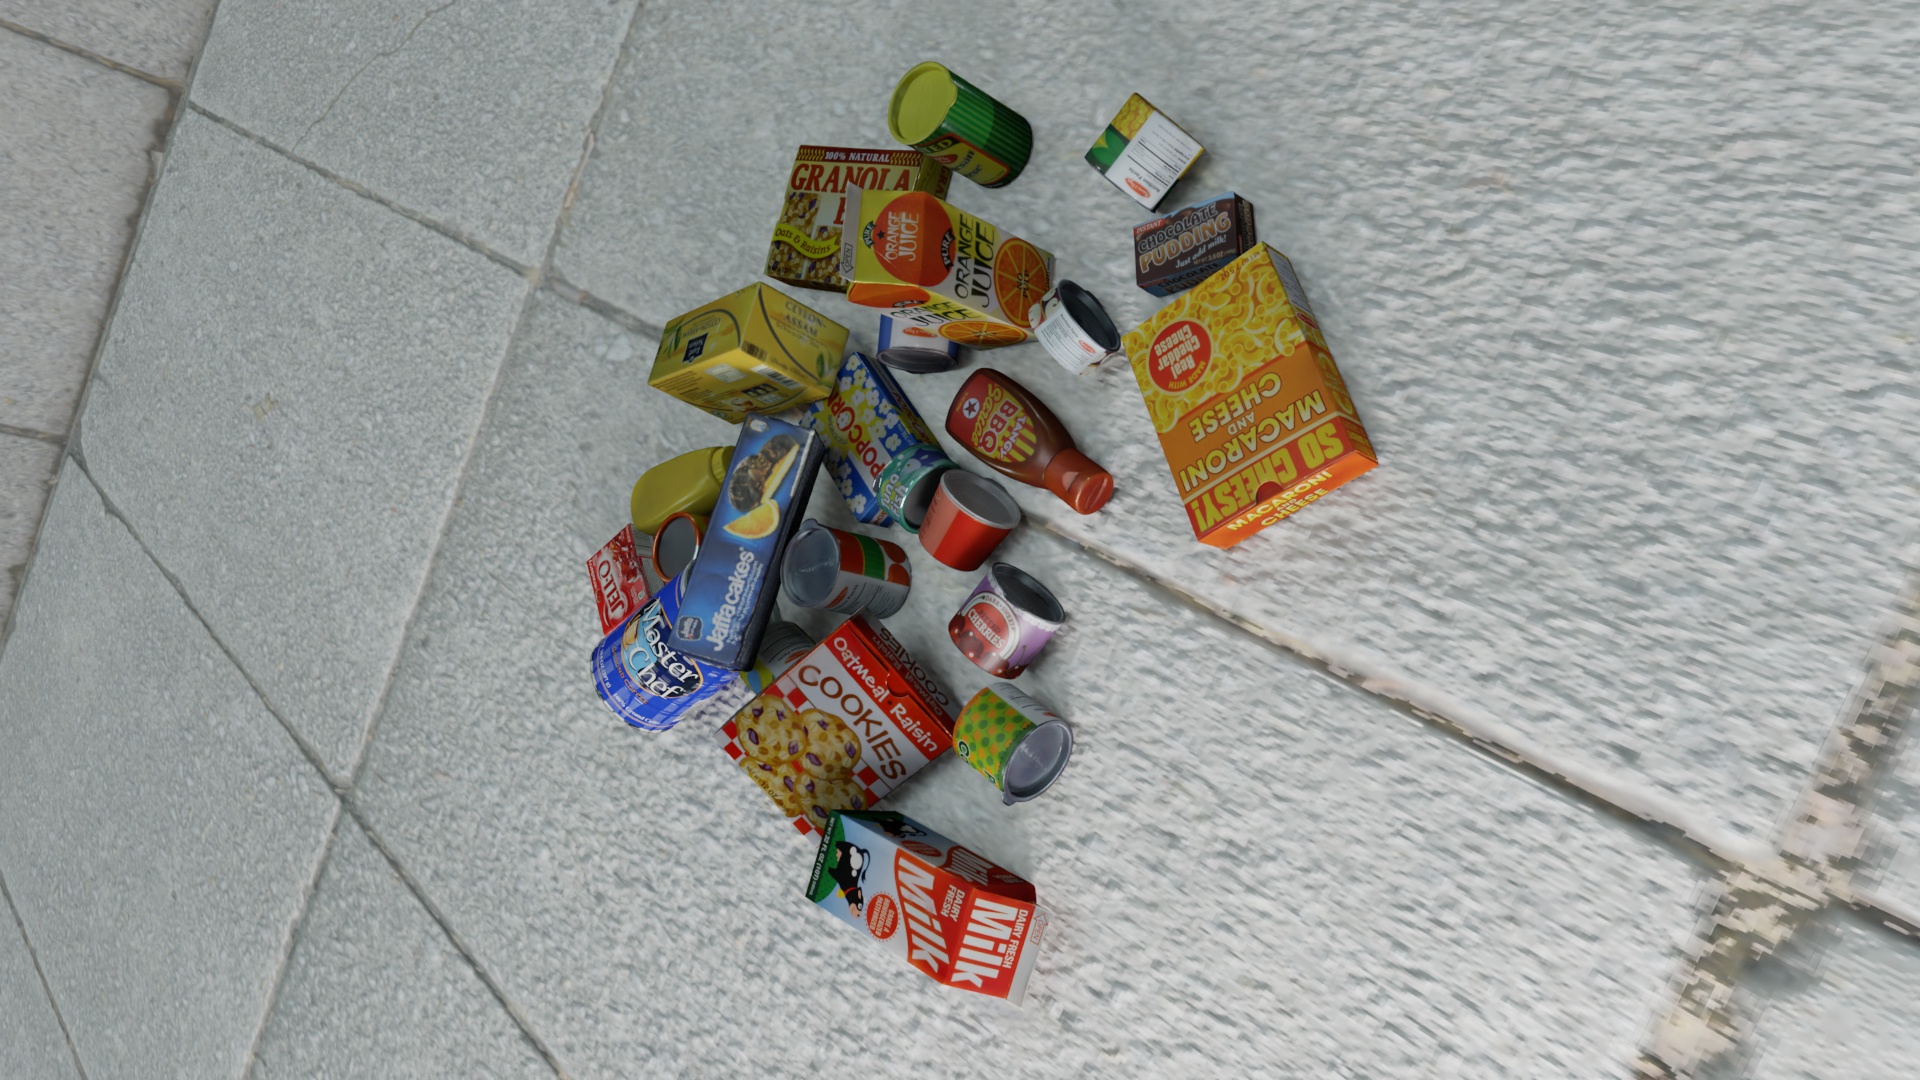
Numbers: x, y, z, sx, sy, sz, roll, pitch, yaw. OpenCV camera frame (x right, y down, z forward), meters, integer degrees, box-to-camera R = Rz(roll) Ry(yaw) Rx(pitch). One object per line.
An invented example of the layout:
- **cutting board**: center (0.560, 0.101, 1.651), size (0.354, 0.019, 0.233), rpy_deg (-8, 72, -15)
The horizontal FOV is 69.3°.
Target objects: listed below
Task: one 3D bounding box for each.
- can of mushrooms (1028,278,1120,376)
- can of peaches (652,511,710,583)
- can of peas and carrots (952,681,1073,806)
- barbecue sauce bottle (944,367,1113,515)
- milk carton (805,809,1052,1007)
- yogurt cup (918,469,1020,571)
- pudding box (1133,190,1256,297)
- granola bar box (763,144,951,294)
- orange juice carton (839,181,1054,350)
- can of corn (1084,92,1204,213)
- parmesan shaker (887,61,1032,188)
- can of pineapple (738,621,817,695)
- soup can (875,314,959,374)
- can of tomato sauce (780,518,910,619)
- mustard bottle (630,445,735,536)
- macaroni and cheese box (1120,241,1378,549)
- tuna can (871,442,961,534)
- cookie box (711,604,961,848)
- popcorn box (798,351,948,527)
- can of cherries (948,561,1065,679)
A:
- **can of mushrooms**: center (0.084, -0.156, 1.017), size (0.033, 0.071, 0.071), rpy_deg (-39, 57, 29)
- **can of peaches**: center (-0.237, 0.009, 1.256), size (0.071, 0.058, 0.071), rpy_deg (-10, 75, 39)
- **can of peas and carrots**: center (0.035, 0.144, 0.985), size (0.059, 0.071, 0.071), rpy_deg (33, 102, 41)
- **barbecue sauce bottle**: center (0.053, -0.071, 1.036), size (0.149, 0.044, 0.064), rpy_deg (41, 106, 38)
- **milk carton**: center (-0.017, 0.261, 0.999), size (0.191, 0.073, 0.072), rpy_deg (19, 93, 41)
- **yogurt cup**: center (0.004, -0.013, 1.053), size (0.072, 0.072, 0.053), rpy_deg (52, 122, 35)
- **pudding box**: center (0.165, -0.209, 0.981), size (0.083, 0.030, 0.050), rpy_deg (-11, 72, 38)
- **granola bar box**: center (-0.093, -0.278, 1.211), size (0.165, 0.039, 0.124), rpy_deg (16, 91, 41)
- **orange juice carton**: center (-0.018, -0.201, 1.027), size (0.073, 0.193, 0.072), rpy_deg (-3, 80, 41)
- **can of corn**: center (0.132, -0.281, 1.003), size (0.058, 0.071, 0.071), rpy_deg (-51, 53, 19)
- **parmesan shaker**: center (0.003, -0.326, 1.098), size (0.071, 0.103, 0.071), rpy_deg (-11, 74, 39)
- **can of pineapple**: center (-0.142, 0.110, 1.147), size (0.058, 0.071, 0.071), rpy_deg (38, 105, 40)
- **soup can**: center (-0.032, -0.184, 1.122), size (0.071, 0.071, 0.084), rpy_deg (-4, 77, 40)
- **can of tomato sauce**: center (-0.091, 0.024, 1.111), size (0.071, 0.083, 0.071), rpy_deg (-11, 74, 39)
- **mustard bottle**: center (-0.238, -0.052, 1.277), size (0.160, 0.049, 0.065), rpy_deg (-21, 64, 35)
- **macaroni and cheese box**: center (0.188, -0.096, 0.928), size (0.123, 0.040, 0.167), rpy_deg (-33, 60, 32)
- **tuna can**: center (-0.032, -0.040, 1.083), size (0.033, 0.071, 0.071), rpy_deg (41, 107, 38)
- **cookie box**: center (-0.094, 0.146, 1.072), size (0.167, 0.040, 0.123), rpy_deg (-40, 94, 27)
- **popcorn box**: center (-0.075, -0.084, 1.152), size (0.085, 0.038, 0.127), rpy_deg (-48, 53, 20)
- **can of cherries**: center (0.032, 0.059, 1.006), size (0.058, 0.071, 0.072), rpy_deg (-52, 52, 19)
